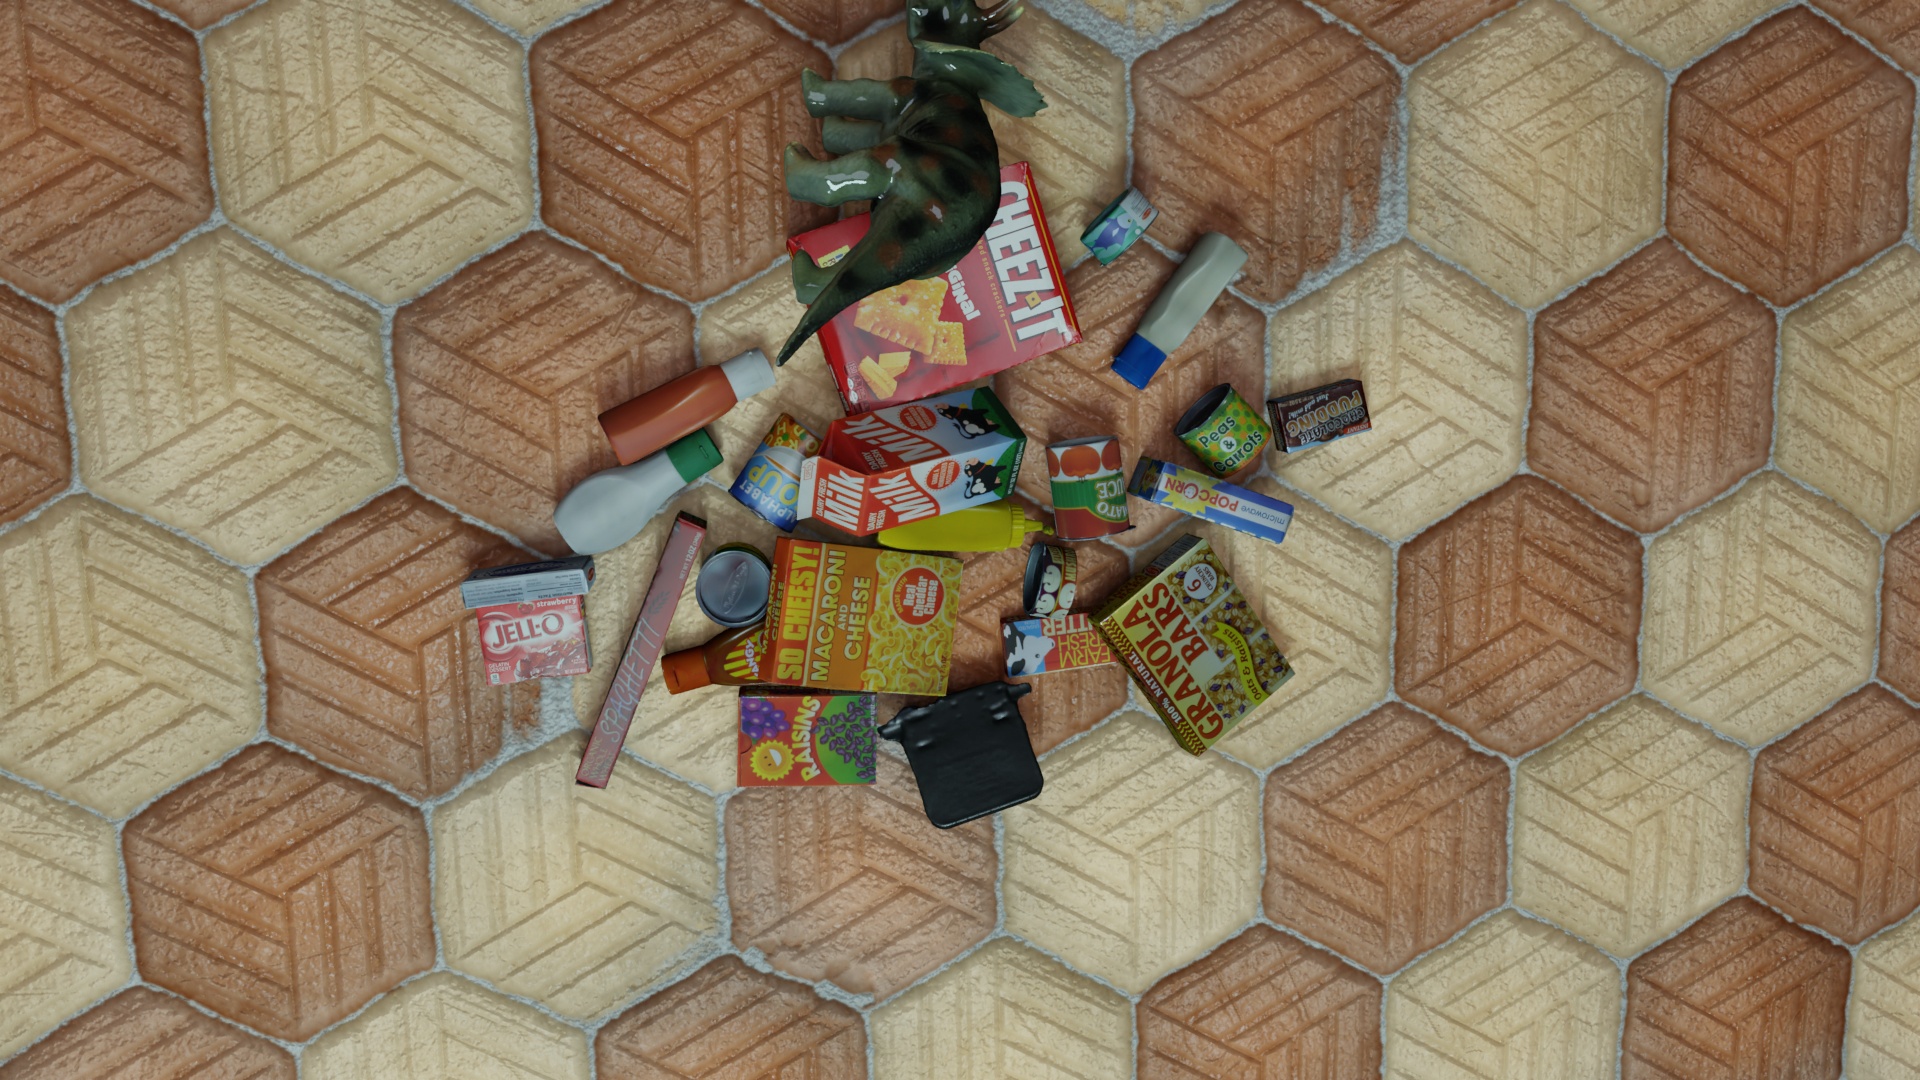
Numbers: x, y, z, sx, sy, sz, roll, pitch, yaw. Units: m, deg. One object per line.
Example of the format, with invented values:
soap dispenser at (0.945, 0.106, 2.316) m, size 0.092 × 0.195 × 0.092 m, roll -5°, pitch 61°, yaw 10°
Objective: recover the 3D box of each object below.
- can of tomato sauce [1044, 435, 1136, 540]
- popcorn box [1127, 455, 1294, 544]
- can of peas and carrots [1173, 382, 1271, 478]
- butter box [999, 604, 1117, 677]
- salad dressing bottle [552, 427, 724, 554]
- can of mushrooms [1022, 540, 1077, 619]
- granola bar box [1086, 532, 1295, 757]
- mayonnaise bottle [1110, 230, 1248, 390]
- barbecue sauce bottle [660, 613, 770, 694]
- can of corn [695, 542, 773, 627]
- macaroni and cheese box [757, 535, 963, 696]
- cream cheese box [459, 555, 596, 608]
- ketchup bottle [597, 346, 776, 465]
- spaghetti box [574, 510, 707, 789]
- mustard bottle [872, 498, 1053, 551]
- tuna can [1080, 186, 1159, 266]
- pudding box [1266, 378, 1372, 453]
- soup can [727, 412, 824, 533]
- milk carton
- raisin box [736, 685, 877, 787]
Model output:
can of tomato sauce at (0.114, -0.047, 1.228) m, size 0.071 × 0.071 × 0.083 m, roll -10°, pitch 99°, yaw -6°
popcorn box at (0.222, -0.037, 1.236) m, size 0.127 × 0.085 × 0.038 m, roll 18°, pitch 95°, yaw -9°
can of peas and carrots at (0.234, -0.096, 1.236) m, size 0.058 × 0.071 × 0.071 m, roll 44°, pitch 91°, yaw -12°
butter box at (0.089, 0.092, 1.268) m, size 0.103 × 0.024 × 0.053 m, roll -8°, pitch 100°, yaw -6°
salad dressing bottle at (-0.274, -0.044, 1.190) m, size 0.148 × 0.044 × 0.064 m, roll -32°, pitch 105°, yaw -3°
can of mushrooms at (0.080, 0.034, 1.236) m, size 0.033 × 0.071 × 0.071 m, roll 10°, pitch 97°, yaw -10°
granola bar box at (0.210, 0.095, 1.263) m, size 0.124 × 0.039 × 0.165 m, roll -39°, pitch 107°, yaw -8°
mayonnaise bottle at (0.190, -0.202, 1.222) m, size 0.041 × 0.065 × 0.148 m, roll 35°, pitch 97°, yaw -15°
barbecue sauce bottle at (-0.186, 0.100, 1.222) m, size 0.149 × 0.044 × 0.064 m, roll -15°, pitch 105°, yaw -5°
can of corn at (-0.192, 0.038, 1.205) m, size 0.071 × 0.058 × 0.071 m, roll -1°, pitch 98°, yaw -7°
macaroni and cheese box at (-0.085, 0.067, 1.198) m, size 0.167 × 0.040 × 0.123 m, roll 8°, pitch 89°, yaw -30°
cream cheese box at (-0.367, 0.035, 1.183) m, size 0.104 × 0.053 × 0.024 m, roll -7°, pitch 101°, yaw -6°
ketchup bottle at (-0.231, -0.117, 1.178) m, size 0.149 × 0.065 × 0.043 m, roll -28°, pitch 122°, yaw -11°
spaghetti box at (-0.277, 0.095, 1.206) m, size 0.029 × 0.050 × 0.249 m, roll 21°, pitch 95°, yaw -11°
mustard bottle at (0.004, -0.015, 1.223) m, size 0.160 × 0.065 × 0.048 m, roll 2°, pitch 98°, yaw -13°
tuna can at (0.135, -0.271, 1.202) m, size 0.033 × 0.071 × 0.071 m, roll 44°, pitch 91°, yaw -10°
pudding box at (0.327, -0.114, 1.267) m, size 0.084 × 0.030 × 0.049 m, roll -15°, pitch 101°, yaw -5°
soup can at (-0.149, -0.058, 1.190) m, size 0.071 × 0.071 × 0.083 m, roll 34°, pitch 93°, yaw -11°
milk carton at (-0.047, -0.063, 1.160) m, size 0.191 × 0.074 × 0.072 m, roll -16°, pitch 141°, yaw -25°
raisin box at (-0.137, 0.175, 1.242) m, size 0.123 × 0.040 × 0.086 m, roll 1°, pitch 99°, yaw -7°
